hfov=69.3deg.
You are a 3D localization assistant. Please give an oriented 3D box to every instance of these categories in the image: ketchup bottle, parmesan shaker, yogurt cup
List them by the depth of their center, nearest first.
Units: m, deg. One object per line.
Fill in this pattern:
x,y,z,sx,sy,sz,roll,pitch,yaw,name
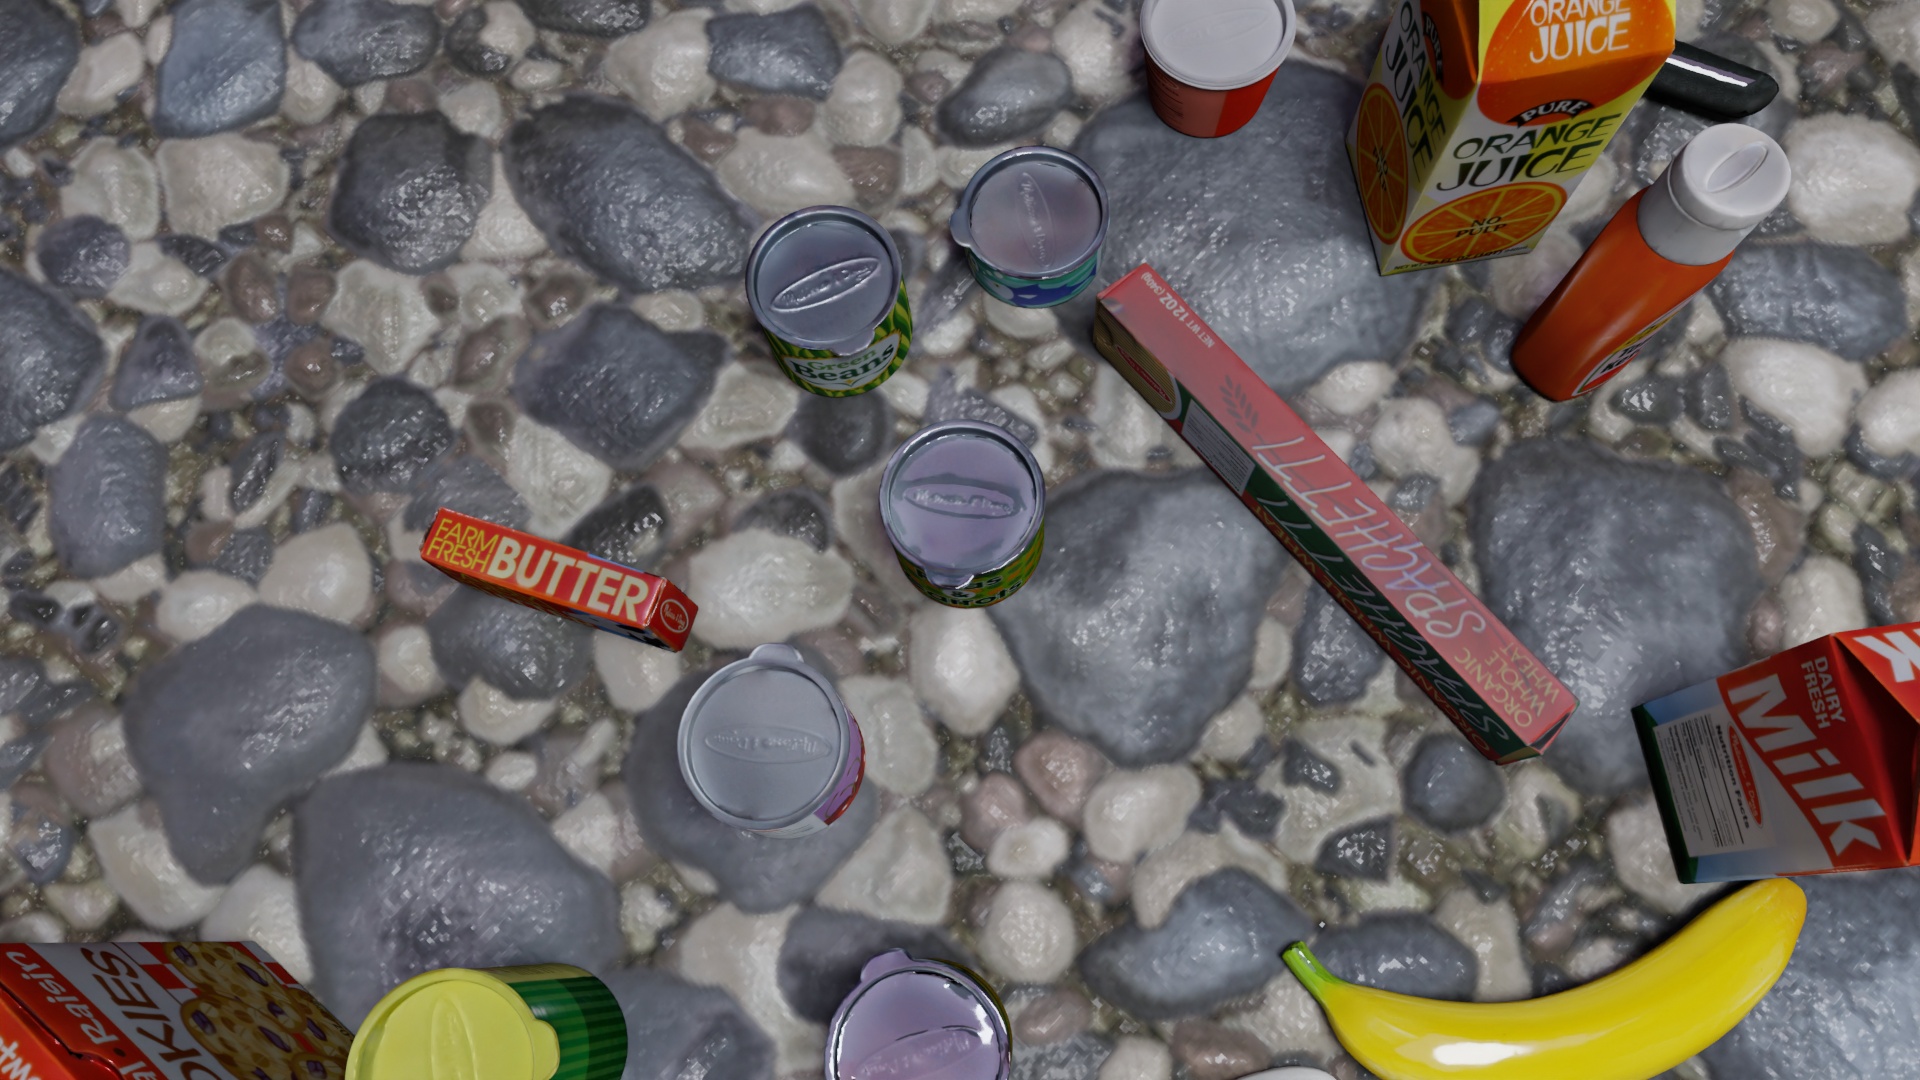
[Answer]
-0.163,0.187,0.502,0.071,0.103,0.071,-1,74,3,parmesan shaker
0.266,-0.106,0.540,0.065,0.148,0.043,-39,76,-7,ketchup bottle
0.114,-0.221,0.633,0.072,0.054,0.072,-1,74,3,yogurt cup

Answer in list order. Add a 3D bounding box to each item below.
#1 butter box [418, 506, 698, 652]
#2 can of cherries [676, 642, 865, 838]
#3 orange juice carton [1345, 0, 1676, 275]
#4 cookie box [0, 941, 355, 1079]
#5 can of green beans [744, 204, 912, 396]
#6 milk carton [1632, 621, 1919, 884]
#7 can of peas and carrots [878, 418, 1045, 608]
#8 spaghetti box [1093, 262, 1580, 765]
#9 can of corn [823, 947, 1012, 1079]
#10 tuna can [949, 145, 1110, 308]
-0.166,0.017,0.578,0.103,0.053,0.024,17,76,8,butter box
-0.072,0.081,0.551,0.071,0.058,0.071,-1,74,3,can of cherries
0.212,-0.183,0.543,0.072,0.192,0.073,-9,74,1,orange juice carton
-0.257,0.189,0.473,0.123,0.167,0.040,37,79,12,cookie box
-0.056,-0.103,0.605,0.071,0.057,0.071,-1,74,3,can of green beans
0.307,0.071,0.464,0.072,0.190,0.073,-8,74,1,milk carton
0.002,-0.007,0.573,0.071,0.058,0.071,-1,74,3,can of peas and carrots
0.147,-0.012,0.571,0.029,0.050,0.250,-39,75,-8,spaghetti box
-0.015,0.187,0.517,0.071,0.058,0.071,-1,74,3,can of corn
0.031,-0.140,0.624,0.071,0.032,0.071,-1,74,3,tuna can
